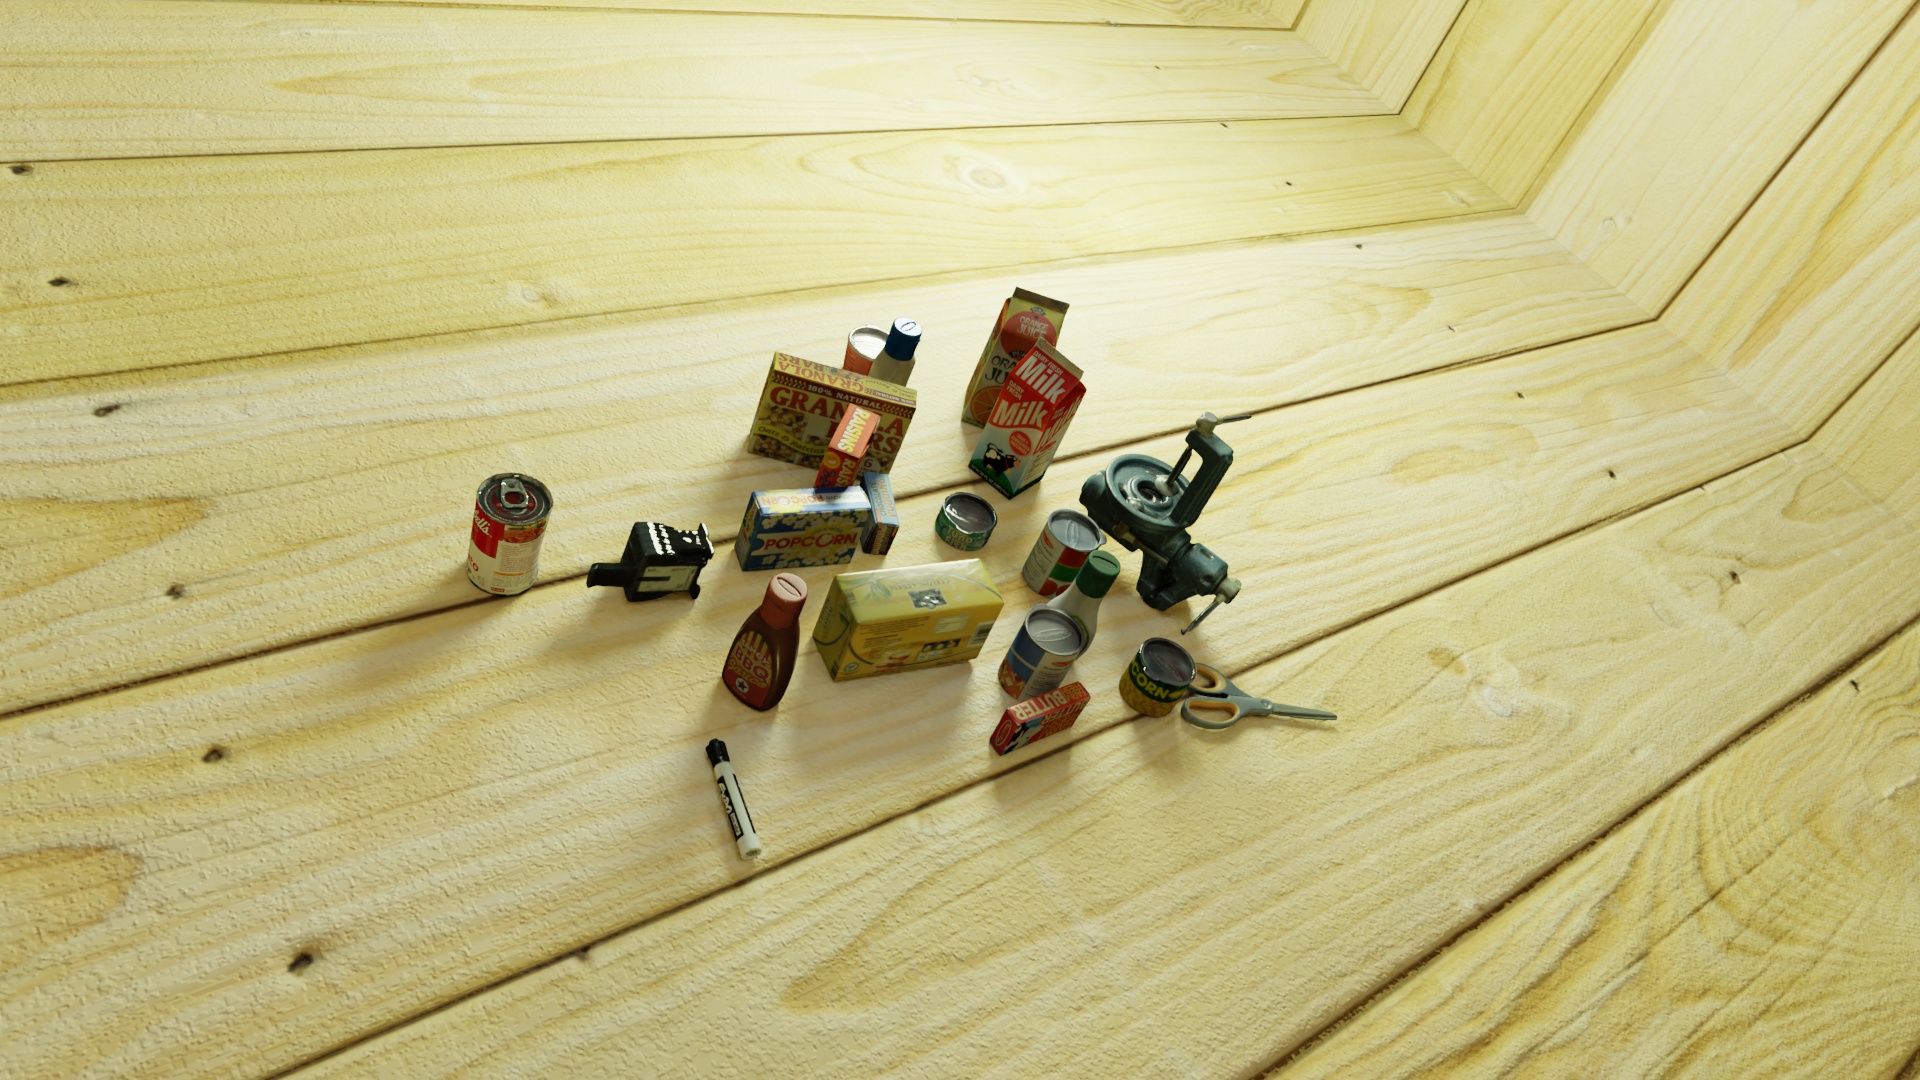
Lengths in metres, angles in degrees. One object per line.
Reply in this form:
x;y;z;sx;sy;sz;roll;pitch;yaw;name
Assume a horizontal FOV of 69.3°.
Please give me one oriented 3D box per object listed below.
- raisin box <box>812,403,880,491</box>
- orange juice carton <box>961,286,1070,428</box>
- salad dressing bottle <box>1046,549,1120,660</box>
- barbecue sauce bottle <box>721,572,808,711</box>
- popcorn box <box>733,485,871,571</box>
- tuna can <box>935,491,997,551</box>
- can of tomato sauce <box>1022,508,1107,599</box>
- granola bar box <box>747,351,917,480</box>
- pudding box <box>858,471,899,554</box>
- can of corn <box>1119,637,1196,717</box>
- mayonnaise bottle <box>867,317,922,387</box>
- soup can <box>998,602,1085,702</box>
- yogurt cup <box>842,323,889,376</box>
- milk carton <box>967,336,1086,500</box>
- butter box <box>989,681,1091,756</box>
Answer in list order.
-0.132;-0.075;1.511;0.040;0.122;0.086;23;40;-3;raisin box
0.068;-0.228;1.722;0.072;0.191;0.073;18;41;-9;orange juice carton
0.123;0.072;1.466;0.064;0.146;0.044;24;40;-2;salad dressing bottle
-0.177;0.092;1.290;0.065;0.147;0.044;38;42;14;barbecue sauce bottle
-0.165;-0.013;1.456;0.127;0.084;0.038;-4;49;-30;popcorn box
0.006;-0.020;1.592;0.071;0.032;0.071;14;42;-13;tuna can
0.116;0.016;1.571;0.071;0.082;0.071;14;41;-13;can of tomato sauce
-0.145;-0.135;1.566;0.166;0.123;0.039;14;42;-13;granola bar box
-0.094;-0.031;1.539;0.030;0.049;0.084;5;44;-22;pudding box
0.210;0.149;1.496;0.071;0.058;0.071;14;41;-13;can of corn
-0.085;-0.196;1.645;0.041;0.147;0.065;37;41;13;mayonnaise bottle
0.082;0.118;1.444;0.071;0.083;0.072;14;41;-13;soup can
-0.114;-0.227;1.734;0.072;0.053;0.073;14;41;-13;yogurt cup
0.085;-0.148;1.647;0.072;0.189;0.074;40;42;17;milk carton
0.081;0.179;1.402;0.104;0.052;0.024;-16;55;-38;butter box
